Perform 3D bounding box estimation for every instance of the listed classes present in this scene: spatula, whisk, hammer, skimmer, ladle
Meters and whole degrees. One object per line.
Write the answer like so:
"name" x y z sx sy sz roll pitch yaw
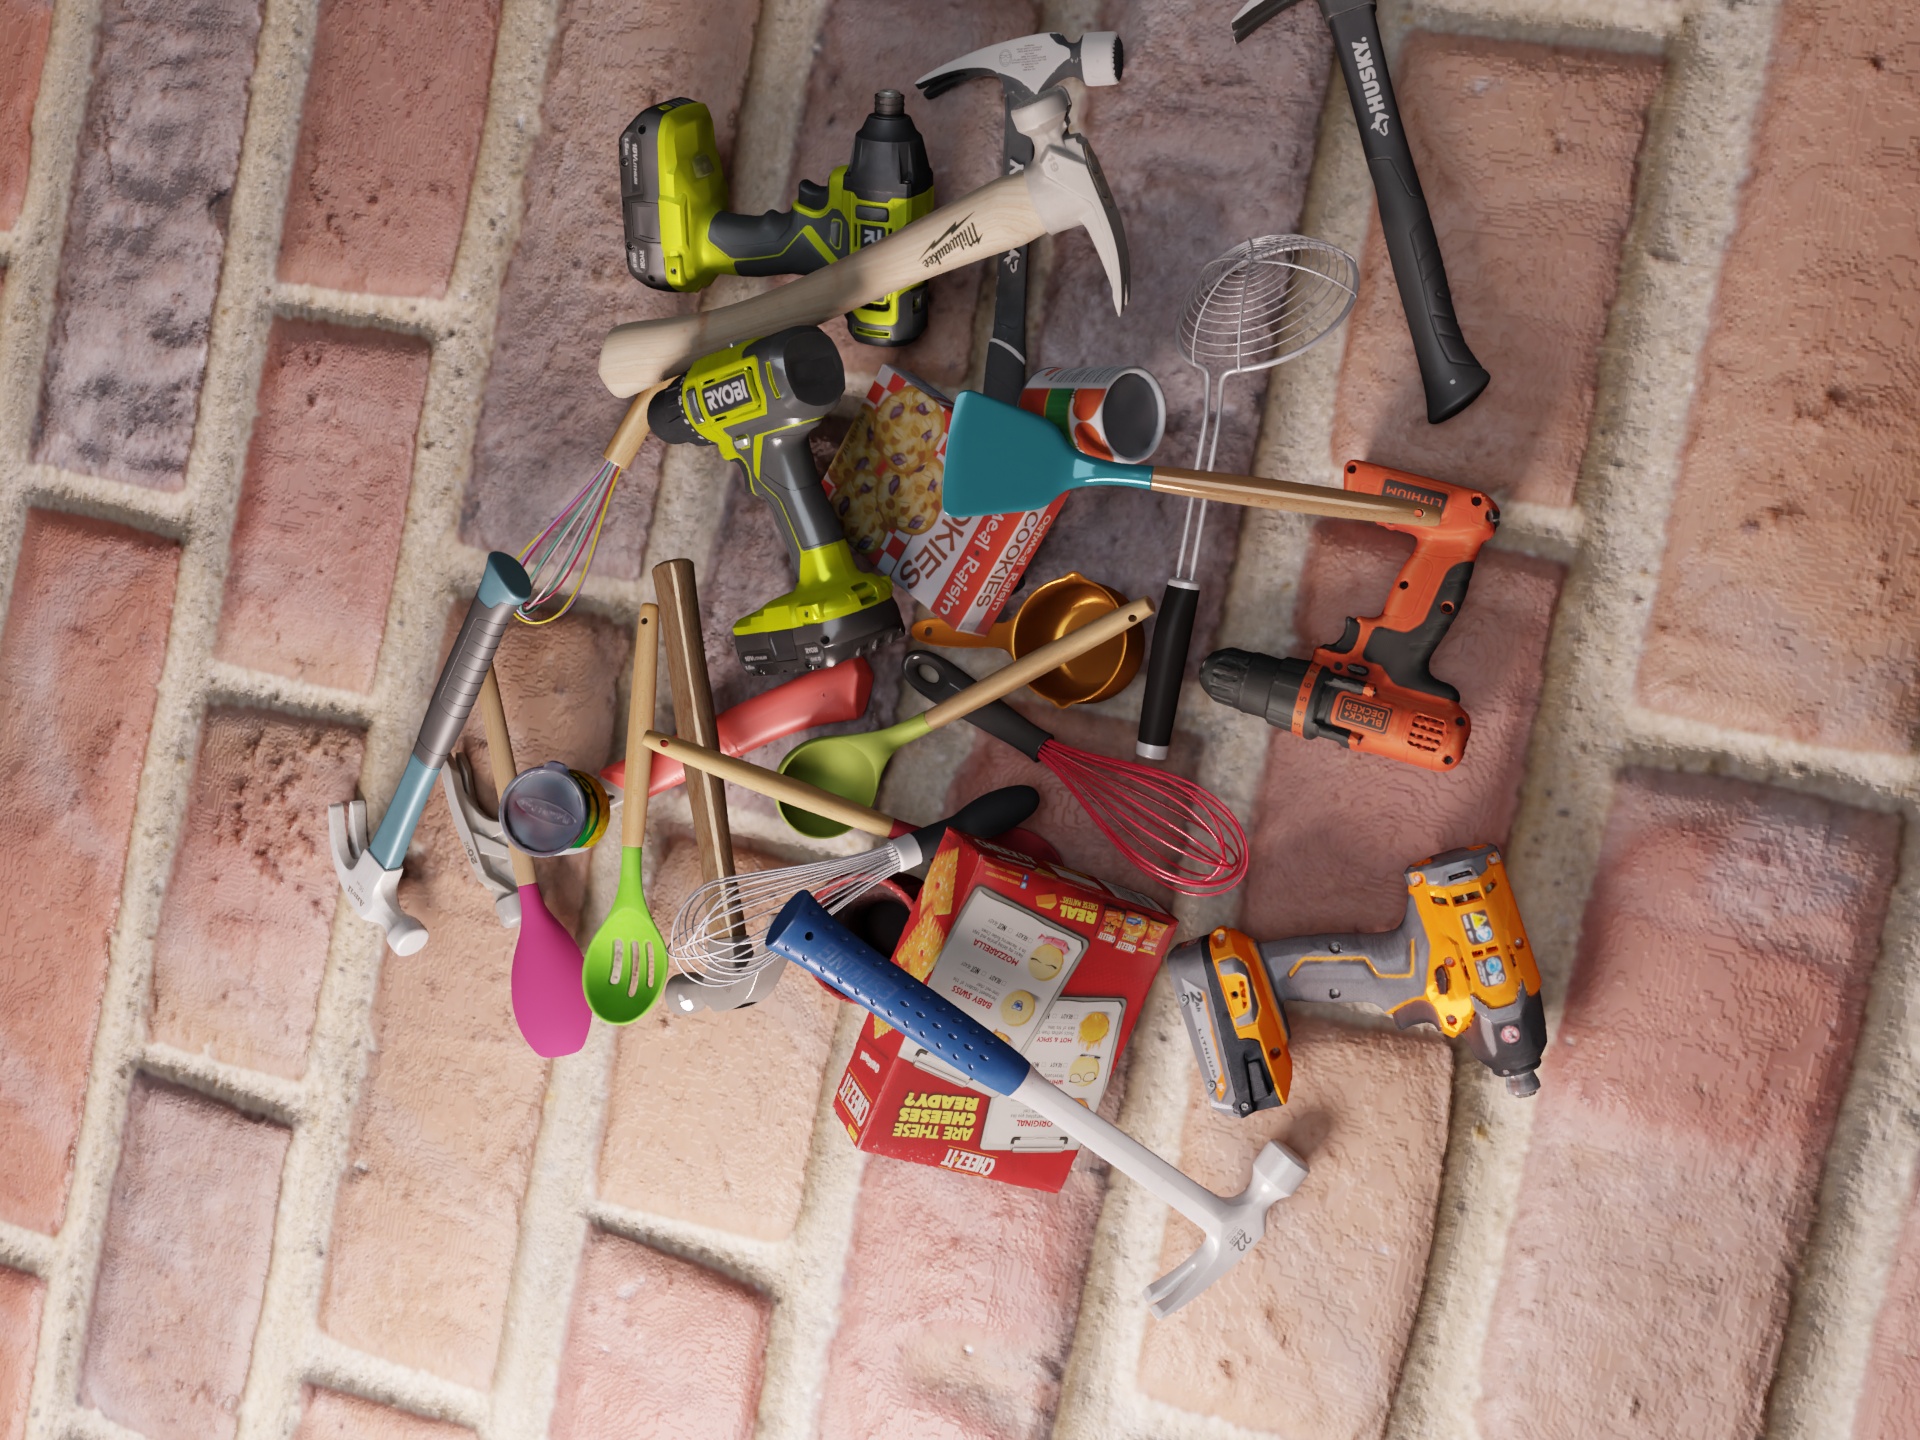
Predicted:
"spatula" 0.149 -0.152 1.025 0.317 0.044 0.082 9 95 9
"whisk" -0.283 -0.183 1.234 0.047 0.051 0.245 33 95 20
"whisk" -0.066 0.101 1.073 0.284 0.070 0.070 -22 82 -25
"hammer" 0.042 0.243 1.030 0.405 0.035 0.144 37 91 -17
"whisk" 0.075 0.029 1.122 0.296 0.073 0.073 33 98 21
"hammer" -0.184 0.044 1.156 0.130 0.031 0.331 -16 80 40
"hammer" -0.082 -0.294 1.113 0.410 0.038 0.146 -13 116 28
"skimmer" 0.182 -0.152 1.087 0.127 0.090 0.363 18 102 42
"hammer" -0.407 0.019 1.232 0.128 0.033 0.331 40 114 24
"ladle" -0.074 0.068 1.121 0.315 0.031 0.069 21 78 -9
"ladle" -0.002 -0.004 1.106 0.320 0.062 0.078 -28 120 28
"hammer" 0.288 -0.363 1.073 0.146 0.035 0.335 -14 86 15
"hammer" -0.232 0.026 1.220 0.359 0.036 0.149 -25 83 15
"hammer" 0.030 -0.287 1.148 0.149 0.036 0.409 4 91 17

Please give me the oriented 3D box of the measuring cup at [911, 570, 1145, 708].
"measuring cup" 0.050 -0.058 1.135 0.174 0.052 0.095 6 91 31

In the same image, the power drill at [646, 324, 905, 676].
"power drill" -0.137 -0.152 1.131 0.190 0.080 0.228 -4 106 48

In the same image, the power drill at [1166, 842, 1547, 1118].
"power drill" 0.267 0.189 1.051 0.226 0.084 0.164 -18 85 11

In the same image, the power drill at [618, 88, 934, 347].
"power drill" -0.128 -0.373 1.147 0.223 0.080 0.171 13 124 17

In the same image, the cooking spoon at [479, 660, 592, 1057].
"cooking spoon" -0.339 0.101 1.223 0.069 0.017 0.319 -13 86 14

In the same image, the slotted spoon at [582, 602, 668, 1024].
"slotted spoon" -0.242 0.069 1.190 0.070 0.031 0.314 3 89 17
